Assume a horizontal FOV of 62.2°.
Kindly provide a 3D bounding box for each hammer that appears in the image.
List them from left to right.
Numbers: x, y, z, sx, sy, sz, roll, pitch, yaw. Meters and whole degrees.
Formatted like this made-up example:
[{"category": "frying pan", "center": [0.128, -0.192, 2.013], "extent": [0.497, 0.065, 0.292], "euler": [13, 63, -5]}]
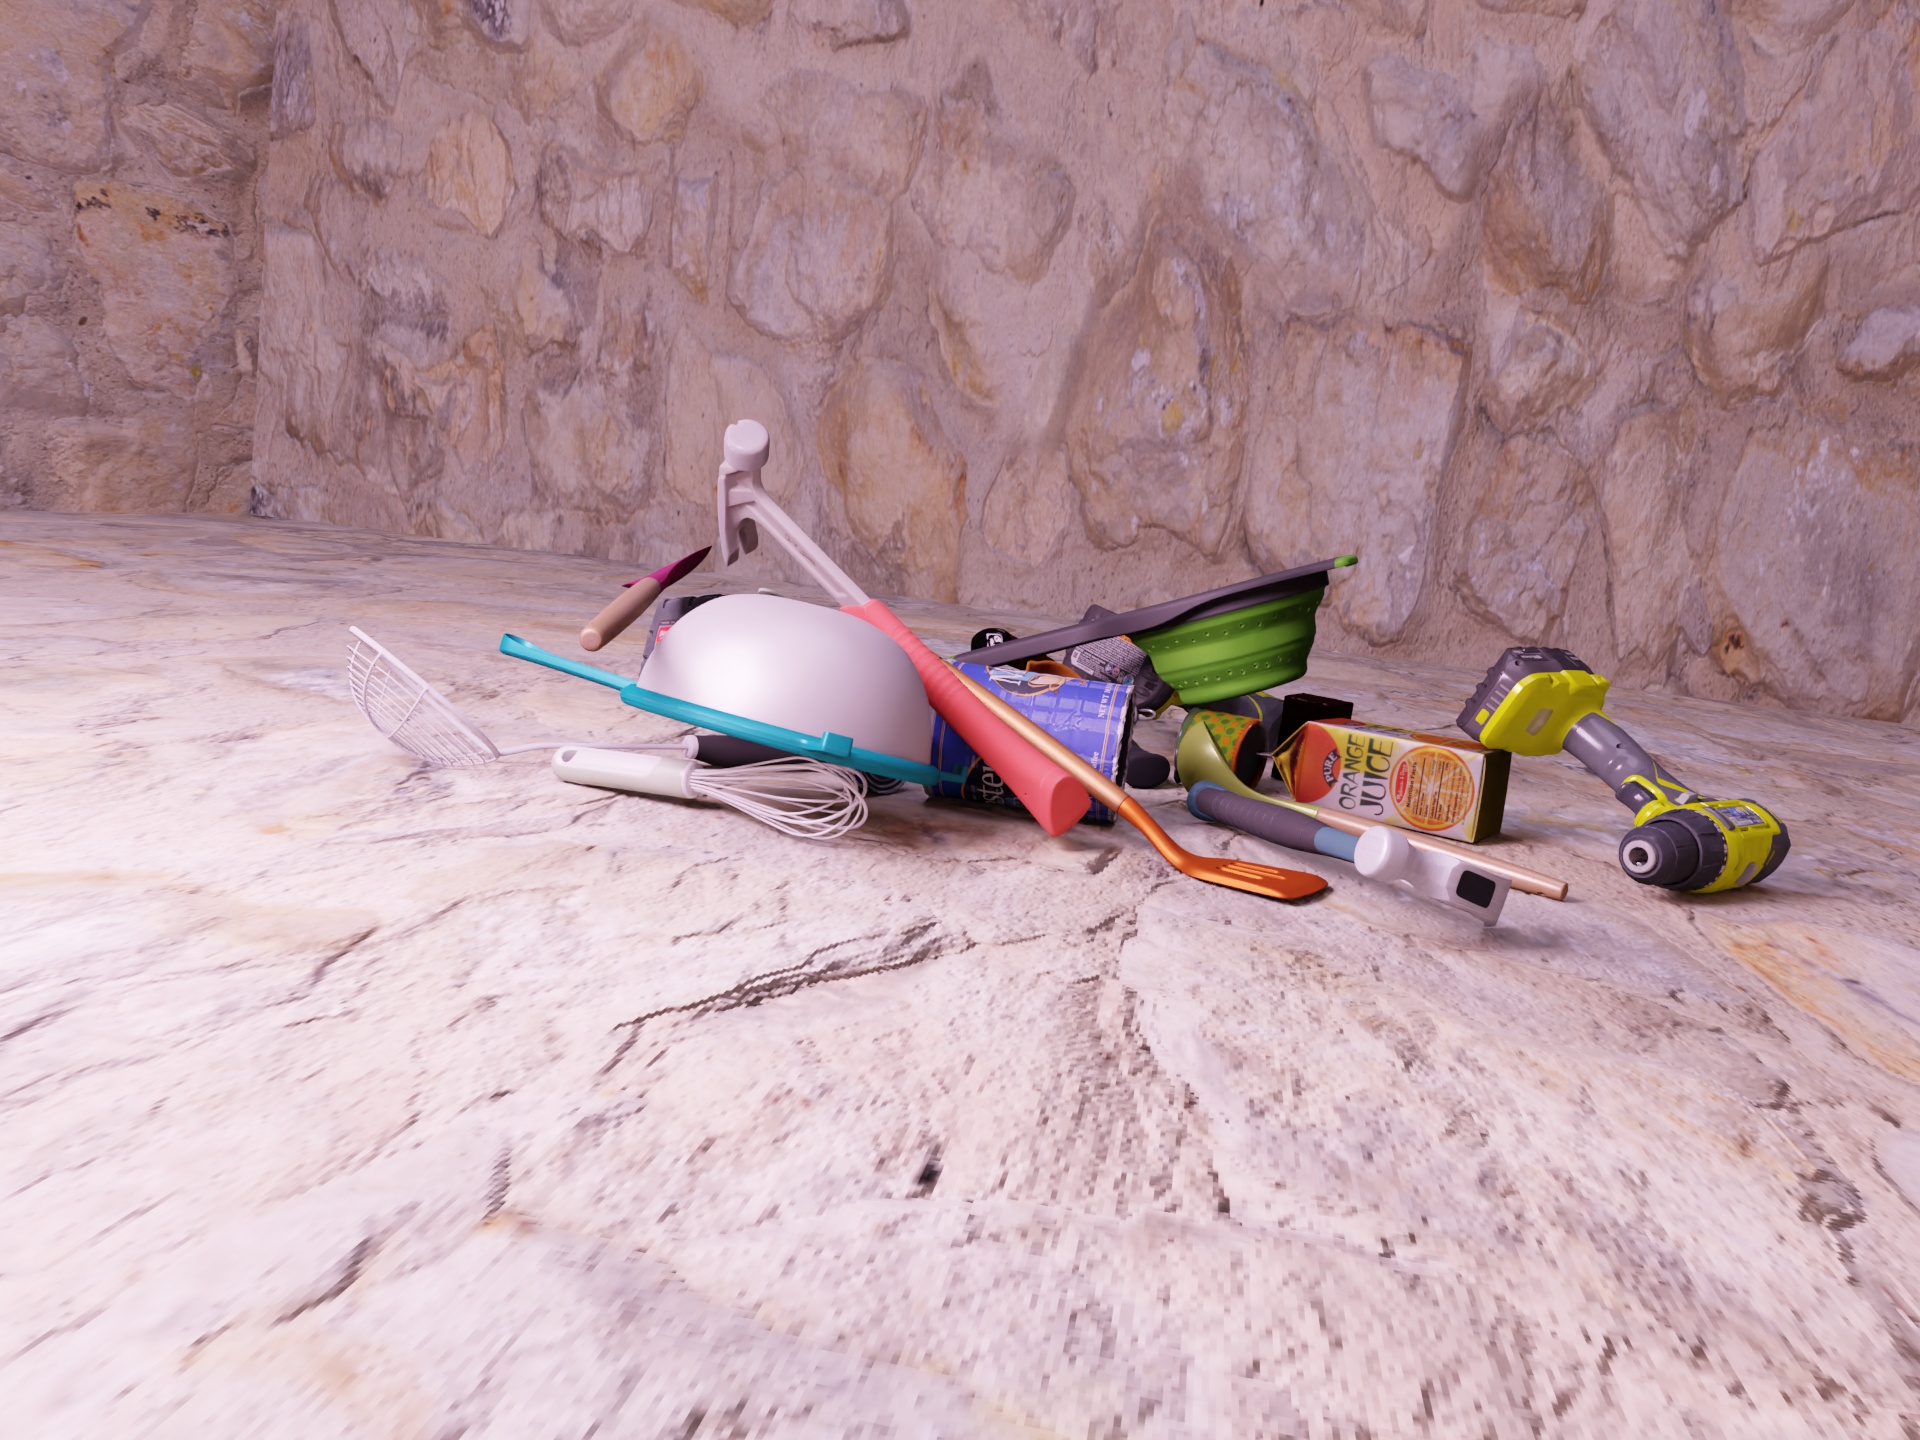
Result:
[{"category": "hammer", "center": [-0.048, -0.050, 1.104], "extent": [0.037, 0.149, 0.359], "euler": [-36, 70, -24]}, {"category": "hammer", "center": [0.085, -0.058, 1.629], "extent": [0.127, 0.034, 0.336], "euler": [-1, -5, 17]}, {"category": "hammer", "center": [0.131, 0.010, 1.511], "extent": [0.149, 0.036, 0.409], "euler": [5, 8, -5]}, {"category": "hammer", "center": [0.237, 0.077, 1.049], "extent": [0.128, 0.033, 0.331], "euler": [21, -1, -19]}]

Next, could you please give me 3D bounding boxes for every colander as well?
[{"category": "colander", "center": [0.159, -0.051, 1.392], "extent": [0.397, 0.094, 0.204], "euler": [-14, 3, 19]}]

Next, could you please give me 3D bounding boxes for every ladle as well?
[{"category": "ladle", "center": [0.294, 0.068, 1.172], "extent": [0.320, 0.062, 0.078], "euler": [18, -22, 39]}]

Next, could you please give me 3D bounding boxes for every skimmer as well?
[{"category": "skimmer", "center": [-0.250, -0.011, 1.142], "extent": [0.363, 0.090, 0.127], "euler": [2, 5, -29]}]

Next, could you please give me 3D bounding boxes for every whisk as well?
[{"category": "whisk", "center": [-0.167, 0.039, 1.029], "extent": [0.246, 0.059, 0.058], "euler": [6, 48, 27]}]

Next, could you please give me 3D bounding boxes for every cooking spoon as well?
[{"category": "cooking spoon", "center": [-0.205, -0.081, 1.025], "extent": [0.069, 0.017, 0.319], "euler": [-24, 12, 5]}]

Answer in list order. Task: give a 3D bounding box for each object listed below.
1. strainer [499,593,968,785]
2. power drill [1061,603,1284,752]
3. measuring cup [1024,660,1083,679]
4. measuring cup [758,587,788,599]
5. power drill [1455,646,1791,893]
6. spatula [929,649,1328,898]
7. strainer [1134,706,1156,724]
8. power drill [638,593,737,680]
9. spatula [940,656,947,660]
[{"category": "strainer", "center": [-0.160, -0.045, 1.048], "extent": [0.340, 0.095, 0.211], "euler": [16, 0, 24]}, {"category": "power drill", "center": [0.212, -0.038, 1.579], "extent": [0.223, 0.080, 0.171], "euler": [19, 9, -42]}, {"category": "measuring cup", "center": [0.047, 0.018, 1.318], "extent": [0.173, 0.095, 0.052], "euler": [-37, 1, -44]}, {"category": "measuring cup", "center": [-0.133, -0.064, 1.329], "extent": [0.083, 0.038, 0.167], "euler": [4, -17, 20]}, {"category": "power drill", "center": [0.489, 0.042, 1.194], "extent": [0.190, 0.080, 0.229], "euler": [0, 39, -42]}, {"category": "spatula", "center": [0.096, 0.035, 1.064], "extent": [0.323, 0.041, 0.081], "euler": [37, 20, 24]}, {"category": "strainer", "center": [0.047, -0.006, 1.404], "extent": [0.258, 0.050, 0.087], "euler": [-1, 31, -8]}, {"category": "power drill", "center": [-0.143, -0.027, 1.271], "extent": [0.226, 0.080, 0.188], "euler": [20, -12, -39]}, {"category": "spatula", "center": [0.005, -0.036, 1.538], "extent": [0.318, 0.044, 0.082], "euler": [18, 13, 33]}]
